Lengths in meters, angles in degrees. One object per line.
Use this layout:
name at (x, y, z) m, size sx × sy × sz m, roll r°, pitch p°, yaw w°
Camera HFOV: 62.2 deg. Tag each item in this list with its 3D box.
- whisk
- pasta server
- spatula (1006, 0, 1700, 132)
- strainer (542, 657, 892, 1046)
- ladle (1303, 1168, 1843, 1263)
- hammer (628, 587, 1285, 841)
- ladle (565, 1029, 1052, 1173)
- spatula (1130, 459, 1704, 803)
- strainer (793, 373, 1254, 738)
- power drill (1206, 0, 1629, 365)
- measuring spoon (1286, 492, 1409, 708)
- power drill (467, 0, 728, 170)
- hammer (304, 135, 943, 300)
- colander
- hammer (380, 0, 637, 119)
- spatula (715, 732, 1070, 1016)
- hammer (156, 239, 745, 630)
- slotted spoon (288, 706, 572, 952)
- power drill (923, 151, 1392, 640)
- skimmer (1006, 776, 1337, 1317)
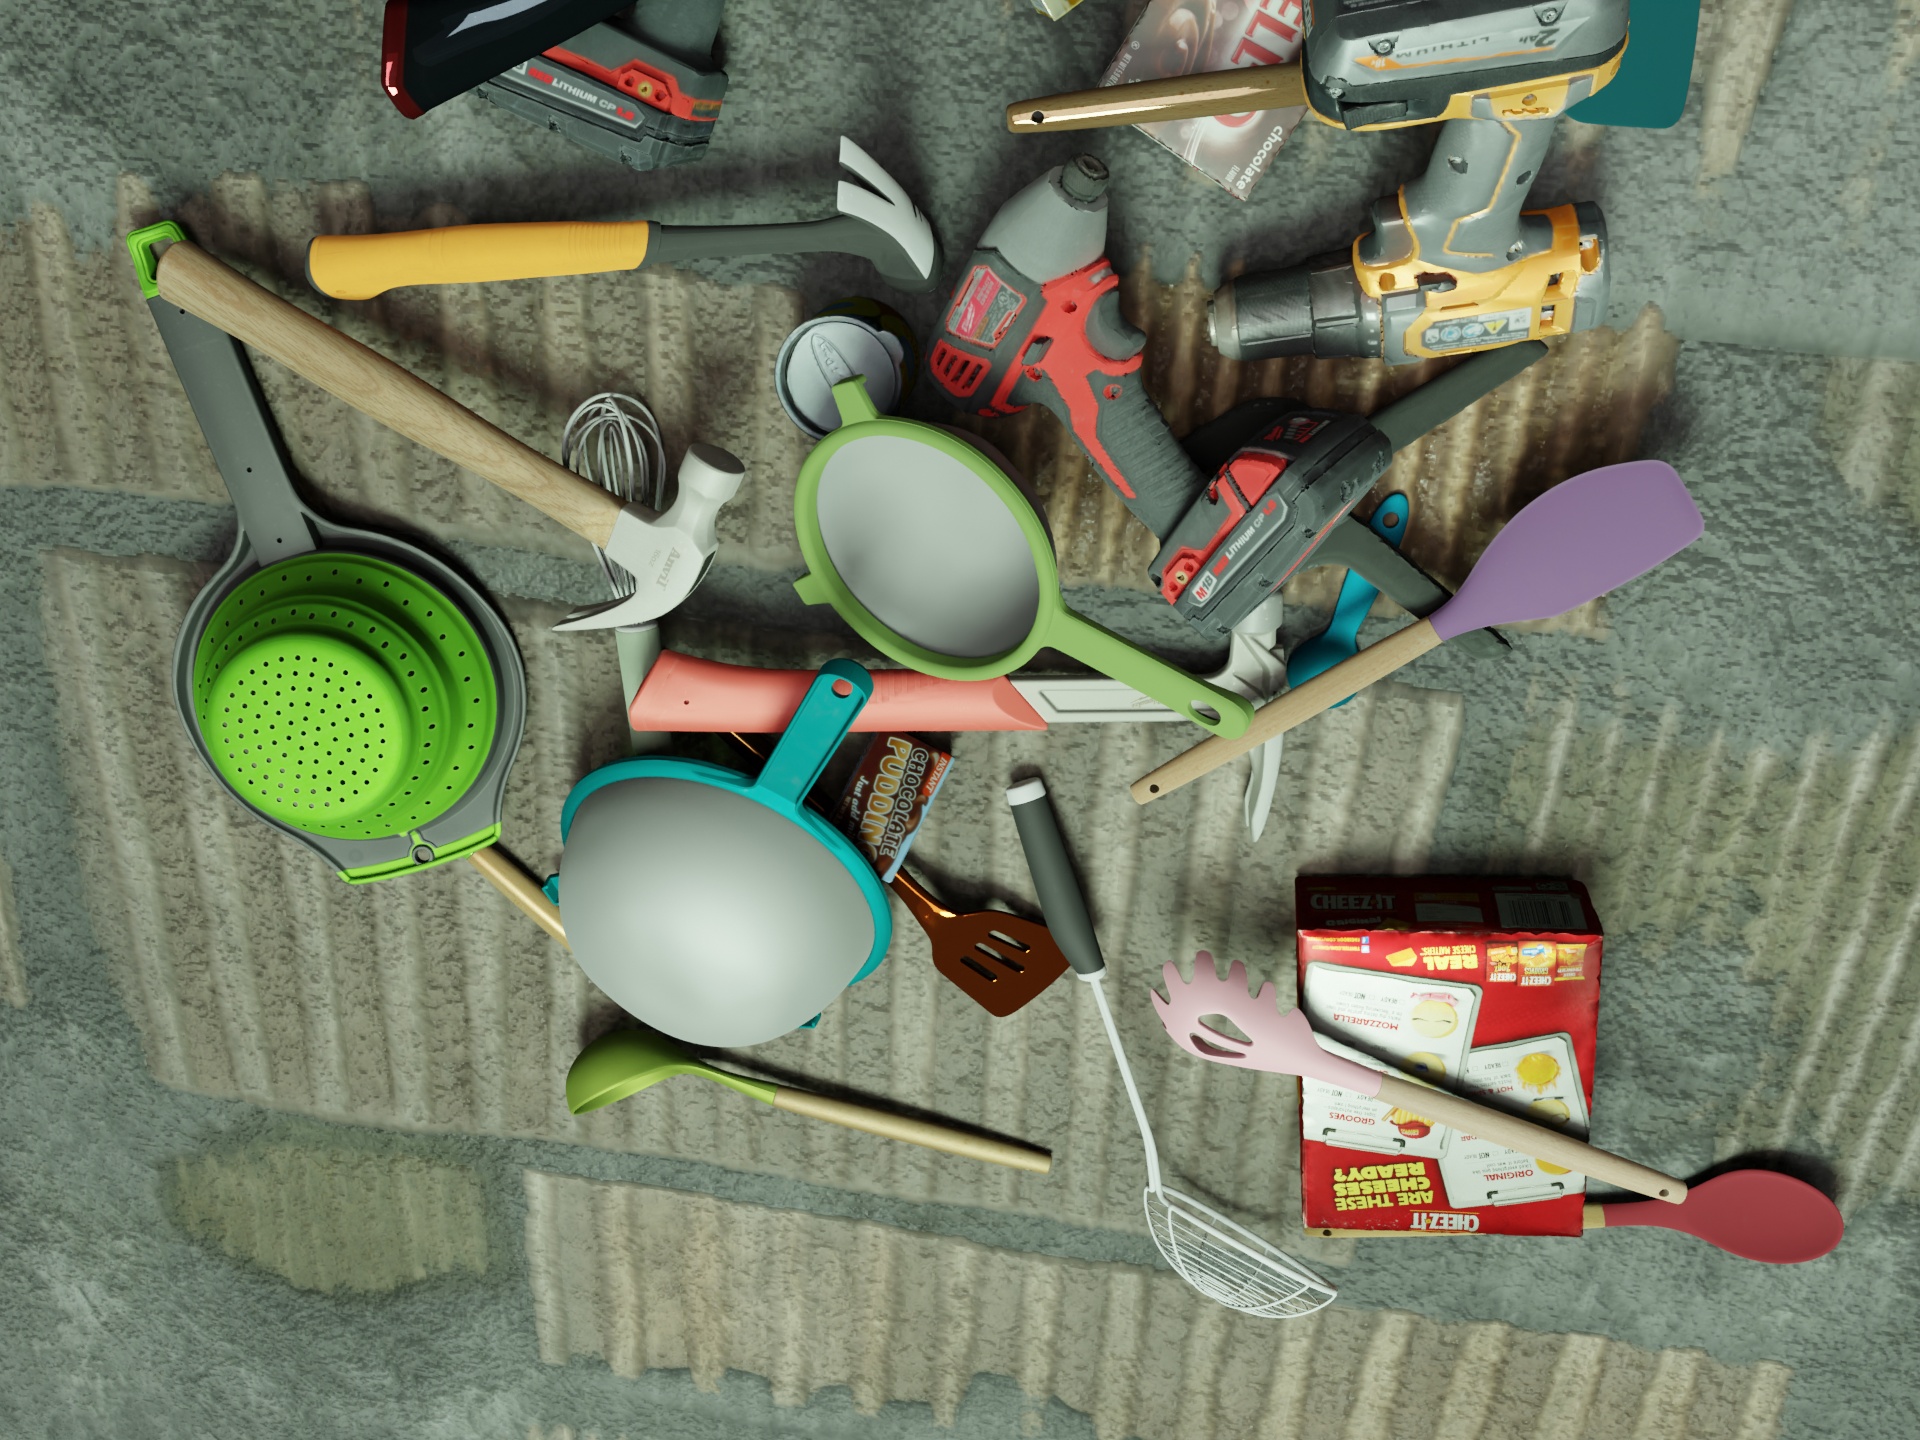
whisk at (-0.184, -0.062, 0.903) m, size 0.058 × 0.059 × 0.246 m, roll 22°, pitch 122°, yaw 51°
pasta server at (0.257, 0.208, 0.890) m, size 0.316 × 0.040 × 0.060 m, roll 20°, pitch 118°, yaw -3°
spatula at (0.179, -0.292, 0.721) m, size 0.317 × 0.044 × 0.082 m, roll -5°, pitch 121°, yaw 4°
strainer at (-0.128, 0.091, 0.876) m, size 0.211 × 0.095 × 0.340 m, roll 29°, pitch 139°, yaw -6°
ladle at (0.375, 0.312, 0.996) m, size 0.315 × 0.031 × 0.069 m, roll -7°, pitch 110°, yaw 15°
hammer at (-0.001, -0.003, 0.885) m, size 0.359 × 0.037 × 0.149 m, roll -1°, pitch 113°, yaw 0°
ladle at (-0.098, 0.263, 1.040) m, size 0.320 × 0.078 × 0.062 m, roll 15°, pitch 72°, yaw -1°
spatula at (0.220, -0.036, 0.817) m, size 0.316 × 0.018 × 0.059 m, roll -32°, pitch 99°, yaw 23°
strainer at (0.040, -0.073, 0.800) m, size 0.256 × 0.069 × 0.151 m, roll 29°, pitch 138°, yaw 10°
power drill at (0.192, -0.238, 0.697) m, size 0.185 × 0.084 × 0.226 m, roll -5°, pitch 154°, yaw 14°
measuring spoon at (0.213, -0.061, 0.856) m, size 0.042 × 0.021 × 0.128 m, roll 18°, pitch 115°, yaw 2°
power drill at (-0.165, -0.396, 0.742) m, size 0.188 × 0.080 × 0.226 m, roll 24°, pitch 113°, yaw -2°
hammer at (-0.185, -0.241, 0.803) m, size 0.337 × 0.127 × 0.034 m, roll 1°, pitch 87°, yaw 15°
colander at (-0.385, -0.080, 0.893) m, size 0.204 × 0.094 × 0.397 m, roll -17°, pitch 105°, yaw 2°
hammer at (-0.073, -0.354, 0.695) m, size 0.386 × 0.038 × 0.143 m, roll -28°, pitch 120°, yaw 2°
spatula at (-0.066, 0.065, 0.962) m, size 0.322 × 0.041 × 0.081 m, roll 42°, pitch 112°, yaw -6°
hammer at (-0.280, -0.158, 0.844) m, size 0.331 × 0.031 × 0.130 m, roll 30°, pitch 117°, yaw 3°
slotted spoon at (-0.291, 0.101, 1.014) m, size 0.313 × 0.031 × 0.070 m, roll 43°, pitch 108°, yaw -13°
power drill at (0.088, -0.158, 0.762) m, size 0.220 × 0.078 × 0.143 m, roll 45°, pitch 138°, yaw 9°
skimmer at (0.124, 0.196, 0.958) m, size 0.090 × 0.127 × 0.363 m, roll -21°, pitch 96°, yaw -14°
